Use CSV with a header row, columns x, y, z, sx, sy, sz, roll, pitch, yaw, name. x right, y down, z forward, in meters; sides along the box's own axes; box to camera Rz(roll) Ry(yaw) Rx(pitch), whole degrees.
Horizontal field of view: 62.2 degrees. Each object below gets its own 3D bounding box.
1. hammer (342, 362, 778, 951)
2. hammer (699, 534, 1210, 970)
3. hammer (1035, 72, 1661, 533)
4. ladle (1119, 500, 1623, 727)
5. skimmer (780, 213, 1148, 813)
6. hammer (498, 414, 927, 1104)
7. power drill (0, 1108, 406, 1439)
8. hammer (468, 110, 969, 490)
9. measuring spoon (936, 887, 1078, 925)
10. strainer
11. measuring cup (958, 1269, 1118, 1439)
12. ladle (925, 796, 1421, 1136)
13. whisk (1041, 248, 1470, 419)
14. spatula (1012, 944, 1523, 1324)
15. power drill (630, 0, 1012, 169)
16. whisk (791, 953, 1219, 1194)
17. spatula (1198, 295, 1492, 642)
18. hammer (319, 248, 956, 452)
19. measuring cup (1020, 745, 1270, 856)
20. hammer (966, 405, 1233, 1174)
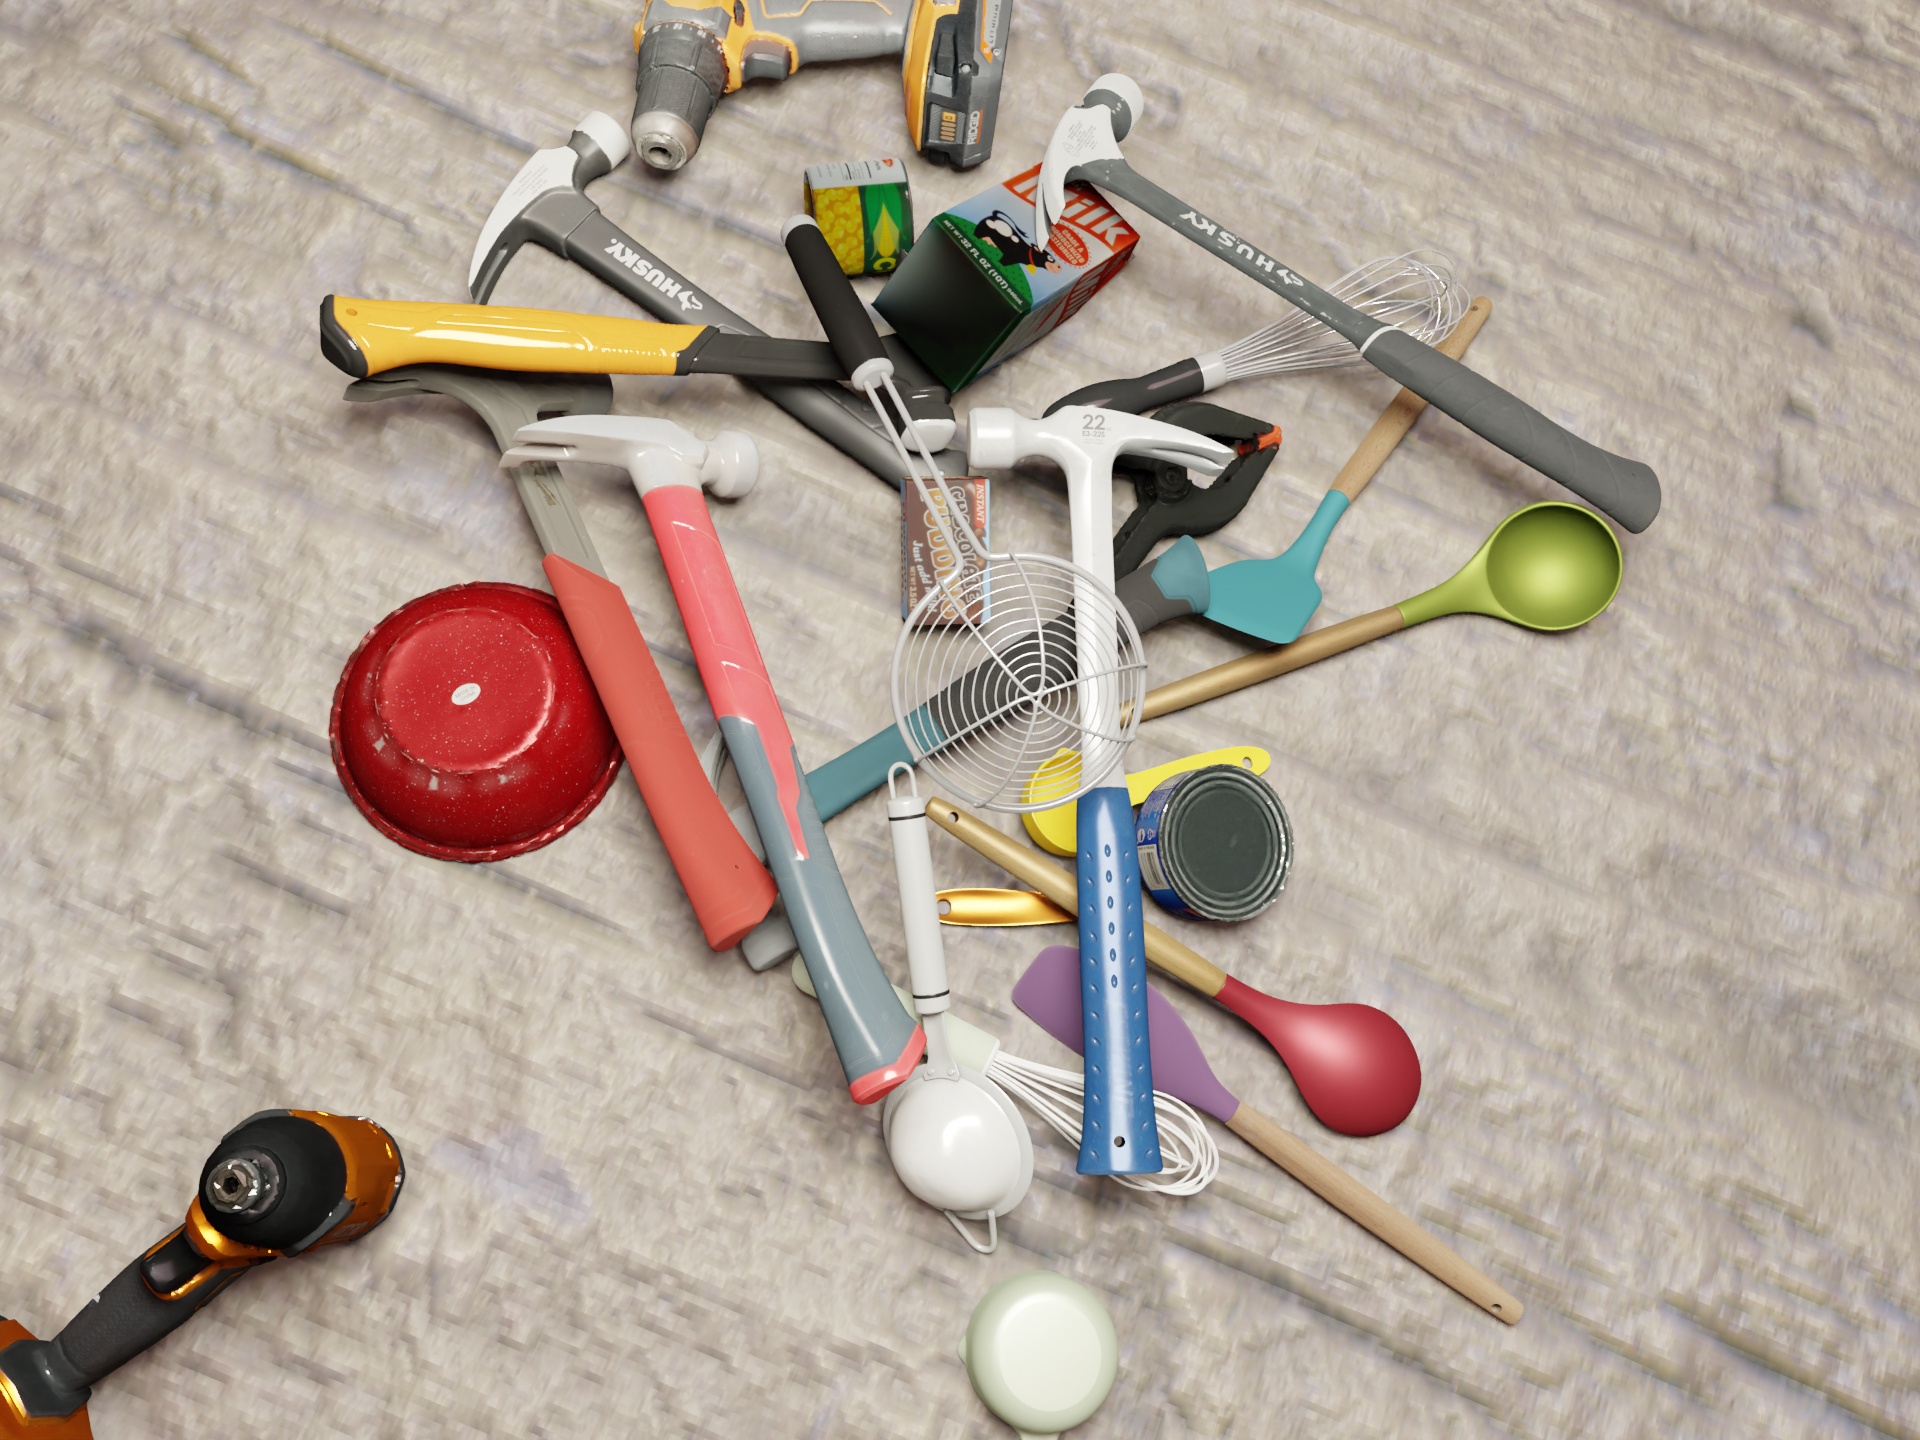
x,y,z,sx,sy,sz,roll,pitch,yaw,name
-0.193,-0.045,0.833,0.149,0.036,0.359,-11,67,-42,hammer
-0.001,-0.003,0.875,0.331,0.033,0.128,-31,78,-8,hammer
0.224,-0.226,0.912,0.409,0.036,0.149,32,51,-1,hammer
0.237,-0.052,0.928,0.320,0.062,0.078,-19,96,-10,ladle
-0.020,-0.121,0.840,0.127,0.090,0.364,-24,61,-4,skimmer
-0.116,0.008,0.800,0.143,0.038,0.387,-4,62,-39,hammer
-0.364,0.255,0.698,0.226,0.164,0.084,-37,81,-14,power drill
-0.135,-0.220,0.943,0.335,0.035,0.146,36,71,4,hammer
0.034,0.104,0.877,0.117,0.011,0.021,1,73,-3,measuring spoon
-0.015,0.149,0.797,0.087,0.050,0.258,-7,92,29,strainer
0.042,0.358,0.780,0.083,0.038,0.168,3,70,-6,measuring cup
0.116,0.126,0.848,0.315,0.031,0.069,32,77,-4,ladle
0.181,-0.225,0.977,0.284,0.070,0.070,-20,76,-8,whisk
0.167,0.221,0.845,0.316,0.018,0.059,36,112,2,spatula
-0.087,-0.402,0.975,0.226,0.084,0.185,8,63,-1,power drill
0.021,0.182,0.834,0.246,0.059,0.058,26,35,5,whisk
0.244,-0.160,0.967,0.082,0.044,0.317,26,67,31,spatula
-0.170,-0.210,0.870,0.336,0.034,0.127,-2,64,-22,hammer
0.105,0.039,0.902,0.156,0.029,0.062,-11,79,-23,measuring cup
0.080,0.025,0.829,0.144,0.035,0.406,0,76,-4,hammer
